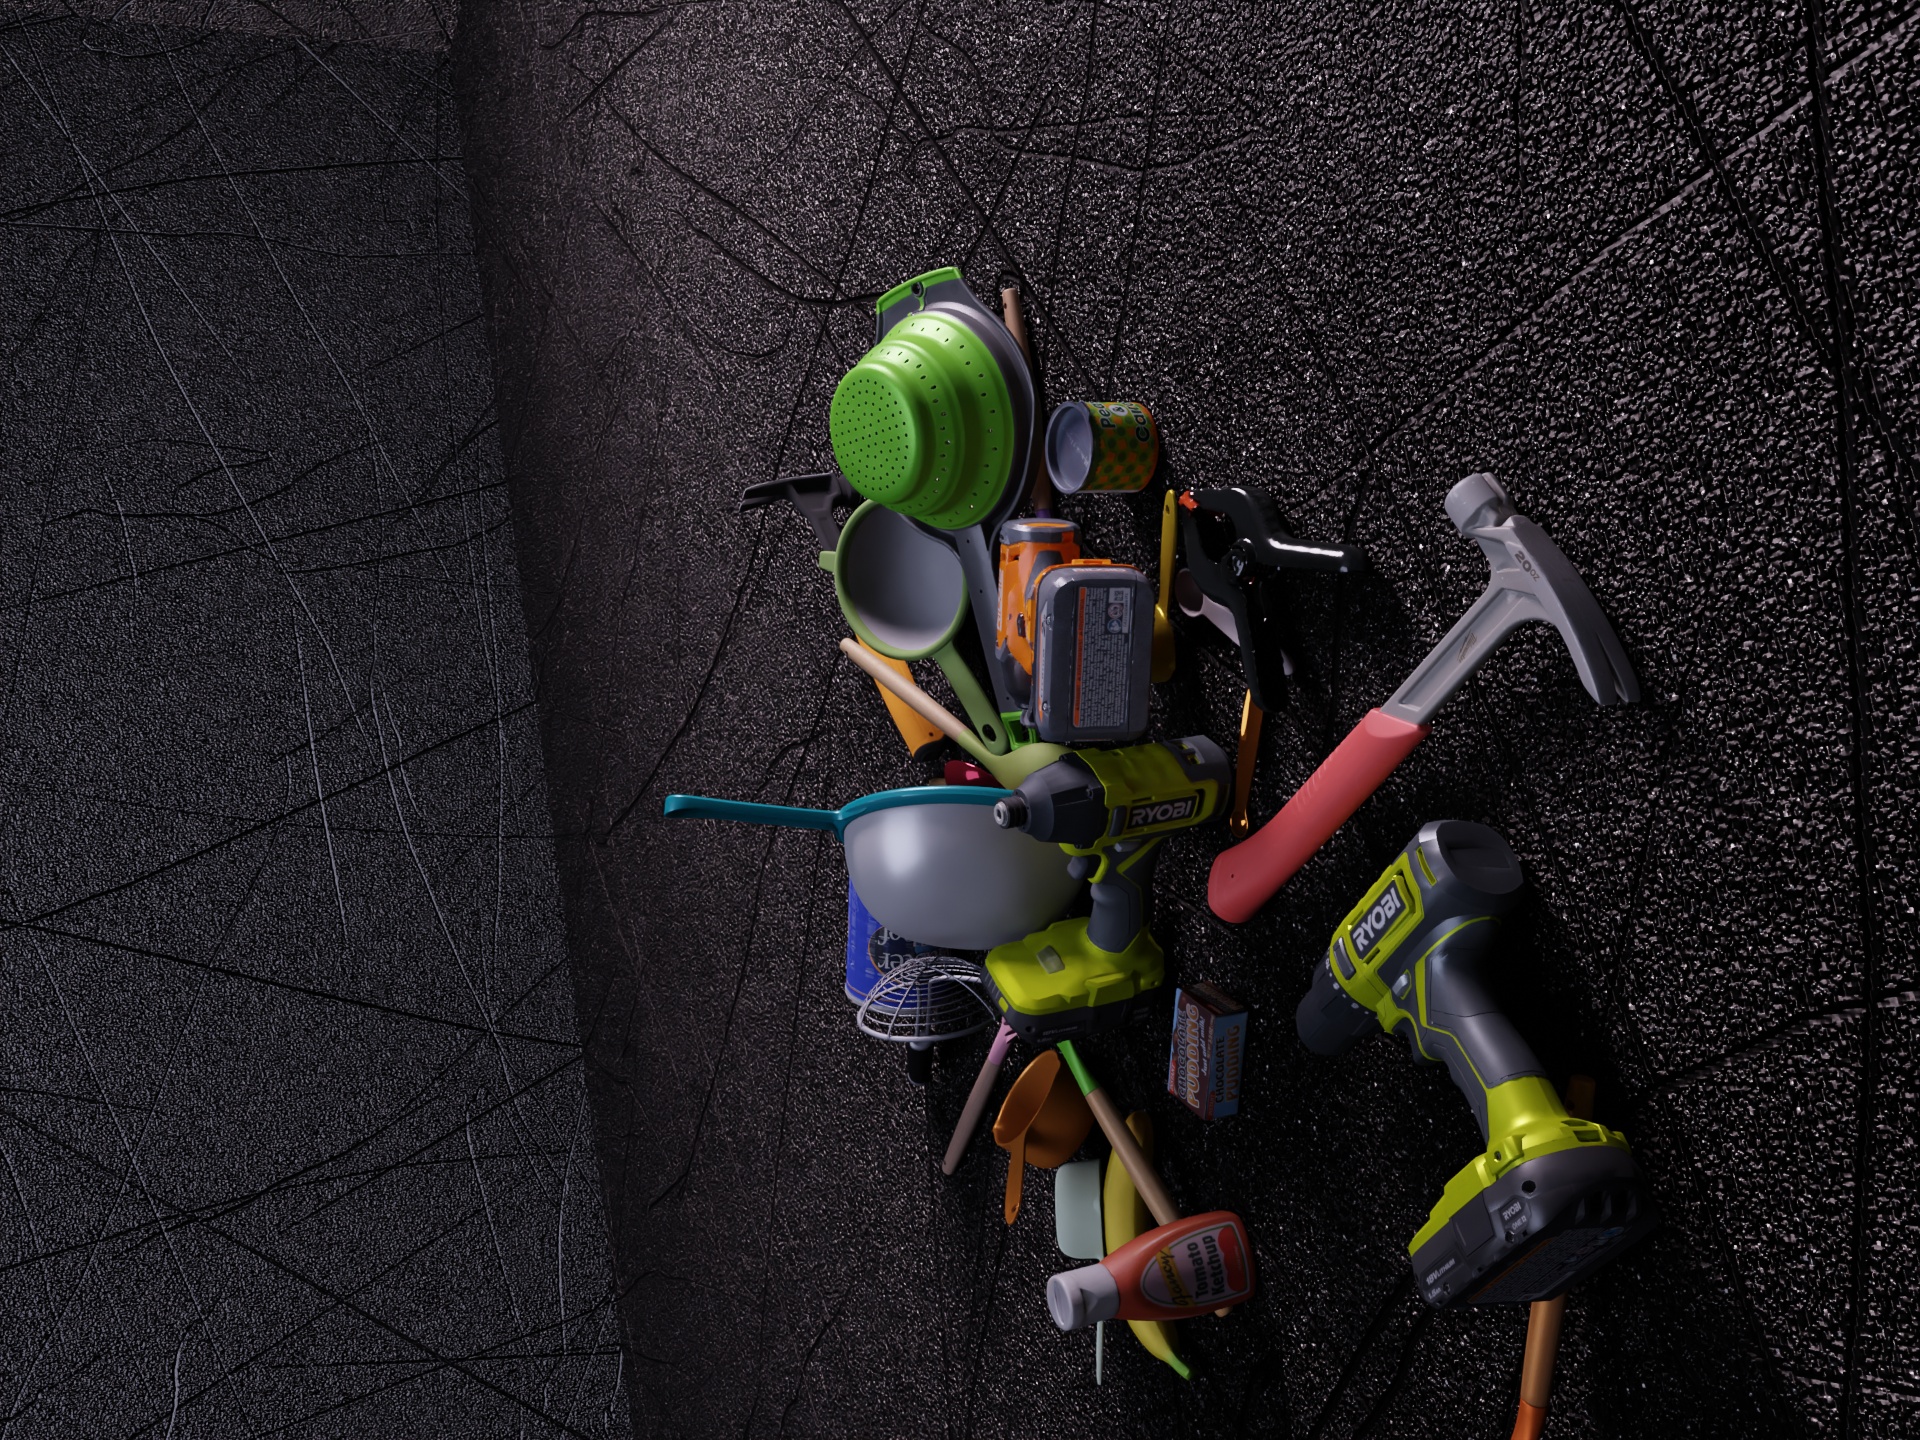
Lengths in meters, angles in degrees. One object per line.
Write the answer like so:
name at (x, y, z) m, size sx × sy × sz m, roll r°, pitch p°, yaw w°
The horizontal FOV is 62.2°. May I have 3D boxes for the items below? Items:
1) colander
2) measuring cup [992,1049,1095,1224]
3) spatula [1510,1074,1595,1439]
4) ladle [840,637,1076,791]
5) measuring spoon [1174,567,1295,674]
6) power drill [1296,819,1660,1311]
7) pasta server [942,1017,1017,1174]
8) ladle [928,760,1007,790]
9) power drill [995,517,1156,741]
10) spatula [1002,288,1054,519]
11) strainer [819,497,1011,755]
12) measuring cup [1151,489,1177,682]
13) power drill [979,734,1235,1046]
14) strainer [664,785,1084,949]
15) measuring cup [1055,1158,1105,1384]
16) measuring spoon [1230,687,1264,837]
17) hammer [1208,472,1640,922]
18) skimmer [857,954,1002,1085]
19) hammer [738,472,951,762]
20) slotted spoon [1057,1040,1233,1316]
colander at (-0.017, -0.156, 1.283) m, size 0.204 × 0.094 × 0.397 m, roll -7°, pitch 100°, yaw 49°
measuring cup at (0.067, 0.339, 1.251) m, size 0.095 × 0.052 × 0.174 m, roll -50°, pitch 13°, yaw 29°
spatula at (0.323, 0.346, 0.867) m, size 0.081 × 0.041 × 0.322 m, roll 23°, pitch 111°, yaw 61°
ladle at (-0.002, -0.004, 1.337) m, size 0.320 × 0.062 × 0.078 m, roll 37°, pitch 152°, yaw 43°
measuring spoon at (0.188, -0.066, 1.069) m, size 0.124 × 0.018 × 0.034 m, roll 46°, pitch 143°, yaw 42°
power drill at (0.264, 0.195, 0.870) m, size 0.190 × 0.080 × 0.229 m, roll 115°, pitch 151°, yaw -43°
pasta server at (0.019, 0.323, 1.446) m, size 0.060 × 0.040 × 0.316 m, roll -105°, pitch 24°, yaw -44°
ladle at (-0.003, 0.059, 1.356) m, size 0.069 × 0.031 × 0.315 m, roll 42°, pitch 174°, yaw -6°
power drill at (0.074, -0.053, 1.156) m, size 0.227 × 0.084 × 0.164 m, roll -123°, pitch 33°, yaw -72°
spatula at (0.063, -0.194, 1.283) m, size 0.060 × 0.018 × 0.316 m, roll -17°, pitch 81°, yaw 64°
strainer at (-0.010, -0.086, 1.412) m, size 0.151 × 0.069 × 0.256 m, roll -36°, pitch 79°, yaw 35°
measuring cup at (0.132, -0.092, 1.115) m, size 0.062 × 0.029 × 0.156 m, roll -112°, pitch 17°, yaw -48°
power drill at (0.090, 0.118, 1.123) m, size 0.080 × 0.171 × 0.223 m, roll 53°, pitch 143°, yaw 46°
strainer at (-0.057, 0.118, 1.210) m, size 0.211 × 0.340 × 0.095 m, roll 130°, pitch 144°, yaw -65°
measuring cup at (0.094, 0.431, 1.250) m, size 0.083 × 0.038 × 0.168 m, roll 71°, pitch -161°, yaw -67°
measuring spoon at (0.197, 0.023, 1.070) m, size 0.021 × 0.011 × 0.117 m, roll 27°, pitch 115°, yaw 59°
hammer at (0.246, 0.028, 0.942) m, size 0.359 × 0.036 × 0.149 m, roll -61°, pitch 43°, yaw 48°
skimmer at (-0.028, 0.294, 1.416) m, size 0.363 × 0.127 × 0.090 m, roll 95°, pitch 163°, yaw -61°
hammer at (-0.099, -0.102, 1.532) m, size 0.337 × 0.127 × 0.034 m, roll 63°, pitch 148°, yaw 25°
slotted spoon at (0.114, 0.303, 1.201) m, size 0.314 × 0.031 × 0.070 m, roll 58°, pitch 157°, yaw 20°
